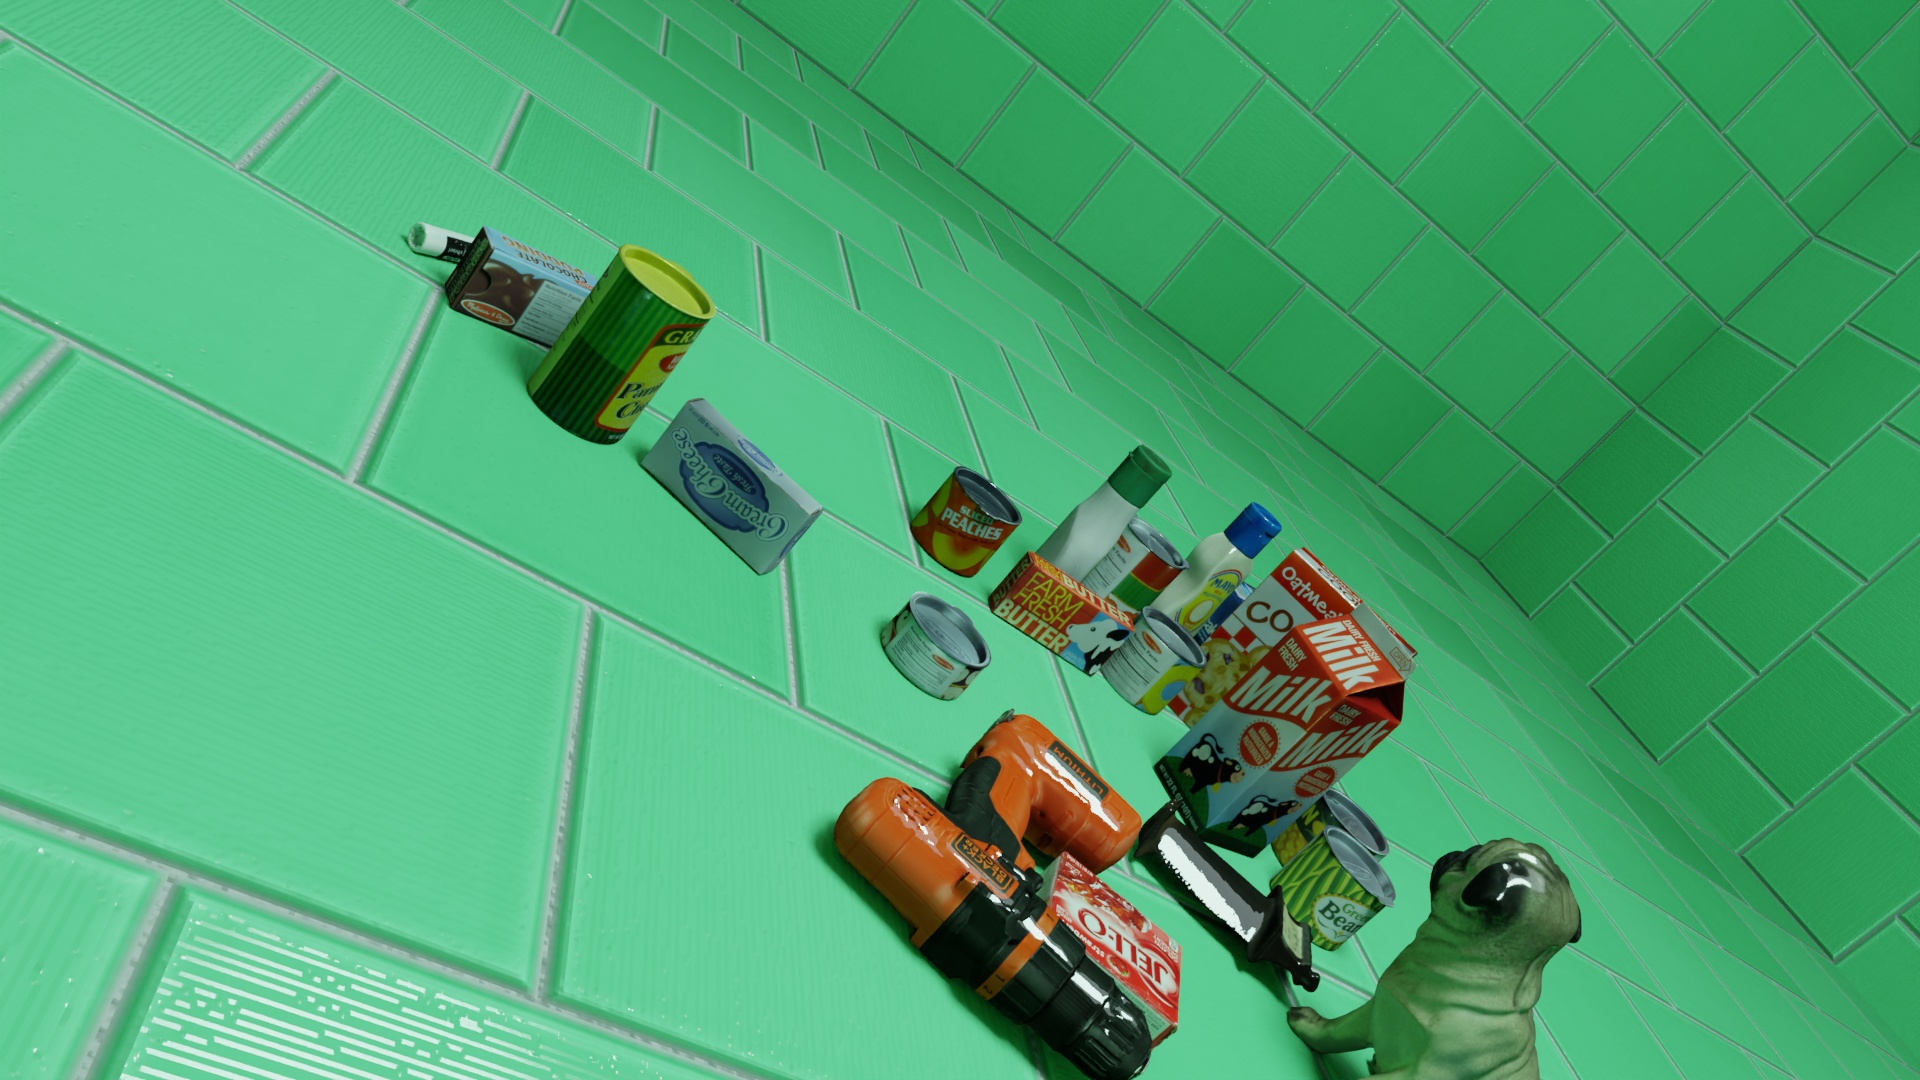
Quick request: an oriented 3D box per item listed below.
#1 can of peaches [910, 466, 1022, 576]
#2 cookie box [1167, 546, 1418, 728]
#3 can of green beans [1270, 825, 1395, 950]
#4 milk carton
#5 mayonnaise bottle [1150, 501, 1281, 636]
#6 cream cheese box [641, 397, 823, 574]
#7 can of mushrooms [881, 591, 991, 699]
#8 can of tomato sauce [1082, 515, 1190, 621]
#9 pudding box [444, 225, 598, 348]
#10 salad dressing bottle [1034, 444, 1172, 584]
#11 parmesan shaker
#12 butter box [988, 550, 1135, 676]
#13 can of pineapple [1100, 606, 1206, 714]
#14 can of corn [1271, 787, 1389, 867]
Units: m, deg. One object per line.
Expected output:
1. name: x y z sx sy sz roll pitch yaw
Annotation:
1. can of peaches: 0.004 -0.013 1.063 0.071 0.058 0.071 36 19 -14
2. cookie box: 0.259 0.106 1.114 0.123 0.167 0.040 46 19 15
3. can of green beans: 0.262 0.245 0.979 0.071 0.057 0.071 36 19 -14
4. milk carton: 0.235 0.131 0.978 0.073 0.190 0.072 26 24 -37
5. mayonnaise bottle: 0.225 0.030 1.245 0.065 0.147 0.041 22 26 -43
6. cream cheese box: -0.139 -0.033 0.844 0.104 0.053 0.024 42 19 5
7. can of mushrooms: -0.015 0.067 0.888 0.071 0.033 0.071 35 20 -14
8. can of tomato sauce: 0.142 0.031 1.187 0.071 0.083 0.071 36 19 -14
9. pudding box: -0.272 -0.156 0.871 0.083 0.049 0.030 20 27 -45
10. salad dressing bottle: 0.109 -0.012 1.121 0.044 0.147 0.064 37 19 -11
11. parmesan shaker: -0.202 -0.117 0.834 0.071 0.102 0.071 36 19 -15
12. butter box: 0.077 0.056 1.055 0.103 0.053 0.024 34 20 -19
13. can of pineapple: 0.153 0.096 1.104 0.071 0.057 0.071 36 19 -14
14. can of corn: 0.275 0.227 1.045 0.071 0.058 0.071 36 19 -14
